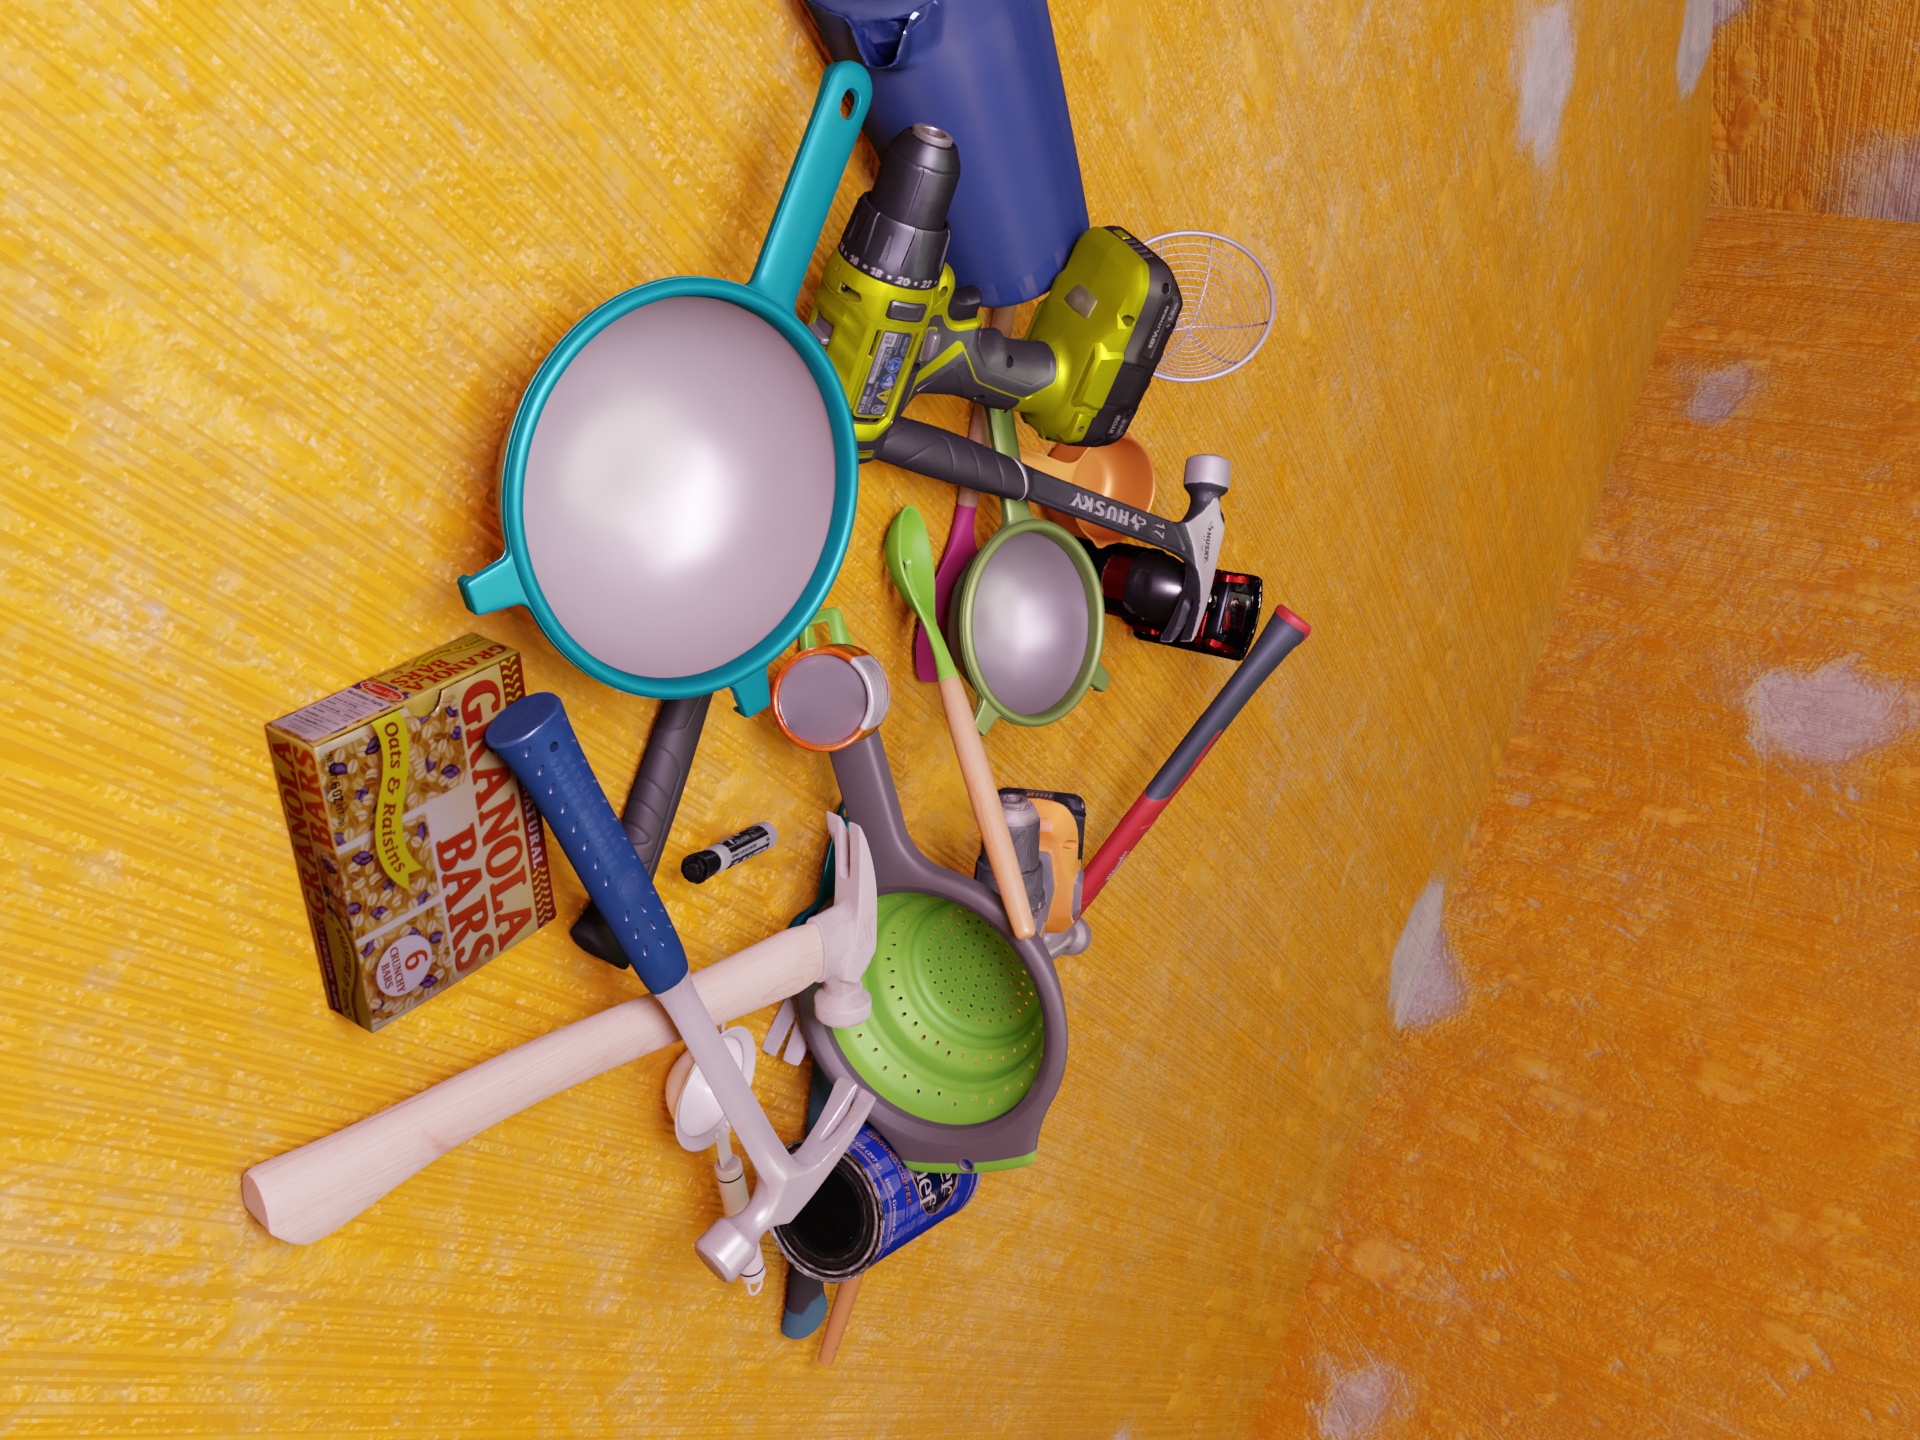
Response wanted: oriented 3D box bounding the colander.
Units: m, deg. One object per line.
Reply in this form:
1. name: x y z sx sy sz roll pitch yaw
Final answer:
1. colander: -0.026 0.109 1.096 0.094 0.204 0.397 -29 105 -60

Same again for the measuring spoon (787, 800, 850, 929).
1. measuring spoon: -0.099 0.113 1.143 0.042 0.021 0.129 28 71 -47

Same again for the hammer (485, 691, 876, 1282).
1. hammer: -0.158 0.150 0.905 0.144 0.035 0.405 -43 132 -29

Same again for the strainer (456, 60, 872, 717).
1. strainer: -0.138 -0.183 0.826 0.210 0.095 0.340 24 86 -47

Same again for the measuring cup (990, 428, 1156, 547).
1. measuring cup: 0.073 -0.193 1.241 0.173 0.052 0.095 9 98 -36

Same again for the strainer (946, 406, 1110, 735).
1. strainer: 0.026 -0.122 1.156 0.151 0.069 0.256 -20 105 -42

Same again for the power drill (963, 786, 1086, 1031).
1. power drill: 0.048 0.120 1.245 0.226 0.084 0.185 -58 152 -69

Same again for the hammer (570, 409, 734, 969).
1. hammer: -0.159 -0.012 0.954 0.146 0.035 0.335 20 88 -59

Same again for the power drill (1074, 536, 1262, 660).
1. power drill: 0.176 -0.107 1.354 0.219 0.143 0.078 8 96 -62

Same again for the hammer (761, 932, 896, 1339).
1. hammer: -0.107 0.328 1.222 0.128 0.033 0.331 -21 123 -55

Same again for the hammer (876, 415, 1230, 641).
1. hammer: 0.049 -0.158 1.106 0.408 0.036 0.149 11 83 -42

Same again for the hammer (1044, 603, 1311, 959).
1. hammer: 0.173 0.060 1.402 0.386 0.038 0.143 -55 154 14

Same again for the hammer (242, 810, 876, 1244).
1. hammer: -0.205 0.177 0.916 0.410 0.038 0.146 -20 119 -43

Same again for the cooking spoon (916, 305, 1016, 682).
1. cooking spoon: 0.009 -0.182 1.160 0.068 0.017 0.319 -4 110 -53

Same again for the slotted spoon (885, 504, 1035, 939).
1. slotted spoon: -0.002 -0.003 1.057 0.070 0.031 0.314 40 31 -64

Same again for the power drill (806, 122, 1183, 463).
1. power drill: 0.017 -0.243 0.938 0.228 0.080 0.190 -5 133 -38

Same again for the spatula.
1. spatula: -0.056 0.371 1.272 0.081 0.041 0.322 13 97 -46

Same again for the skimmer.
1. skimmer: 0.078 -0.283 1.109 0.363 0.127 0.090 -17 160 -42

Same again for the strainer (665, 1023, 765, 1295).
1. strainer: -0.162 0.300 1.086 0.087 0.050 0.258 -42 134 -48
